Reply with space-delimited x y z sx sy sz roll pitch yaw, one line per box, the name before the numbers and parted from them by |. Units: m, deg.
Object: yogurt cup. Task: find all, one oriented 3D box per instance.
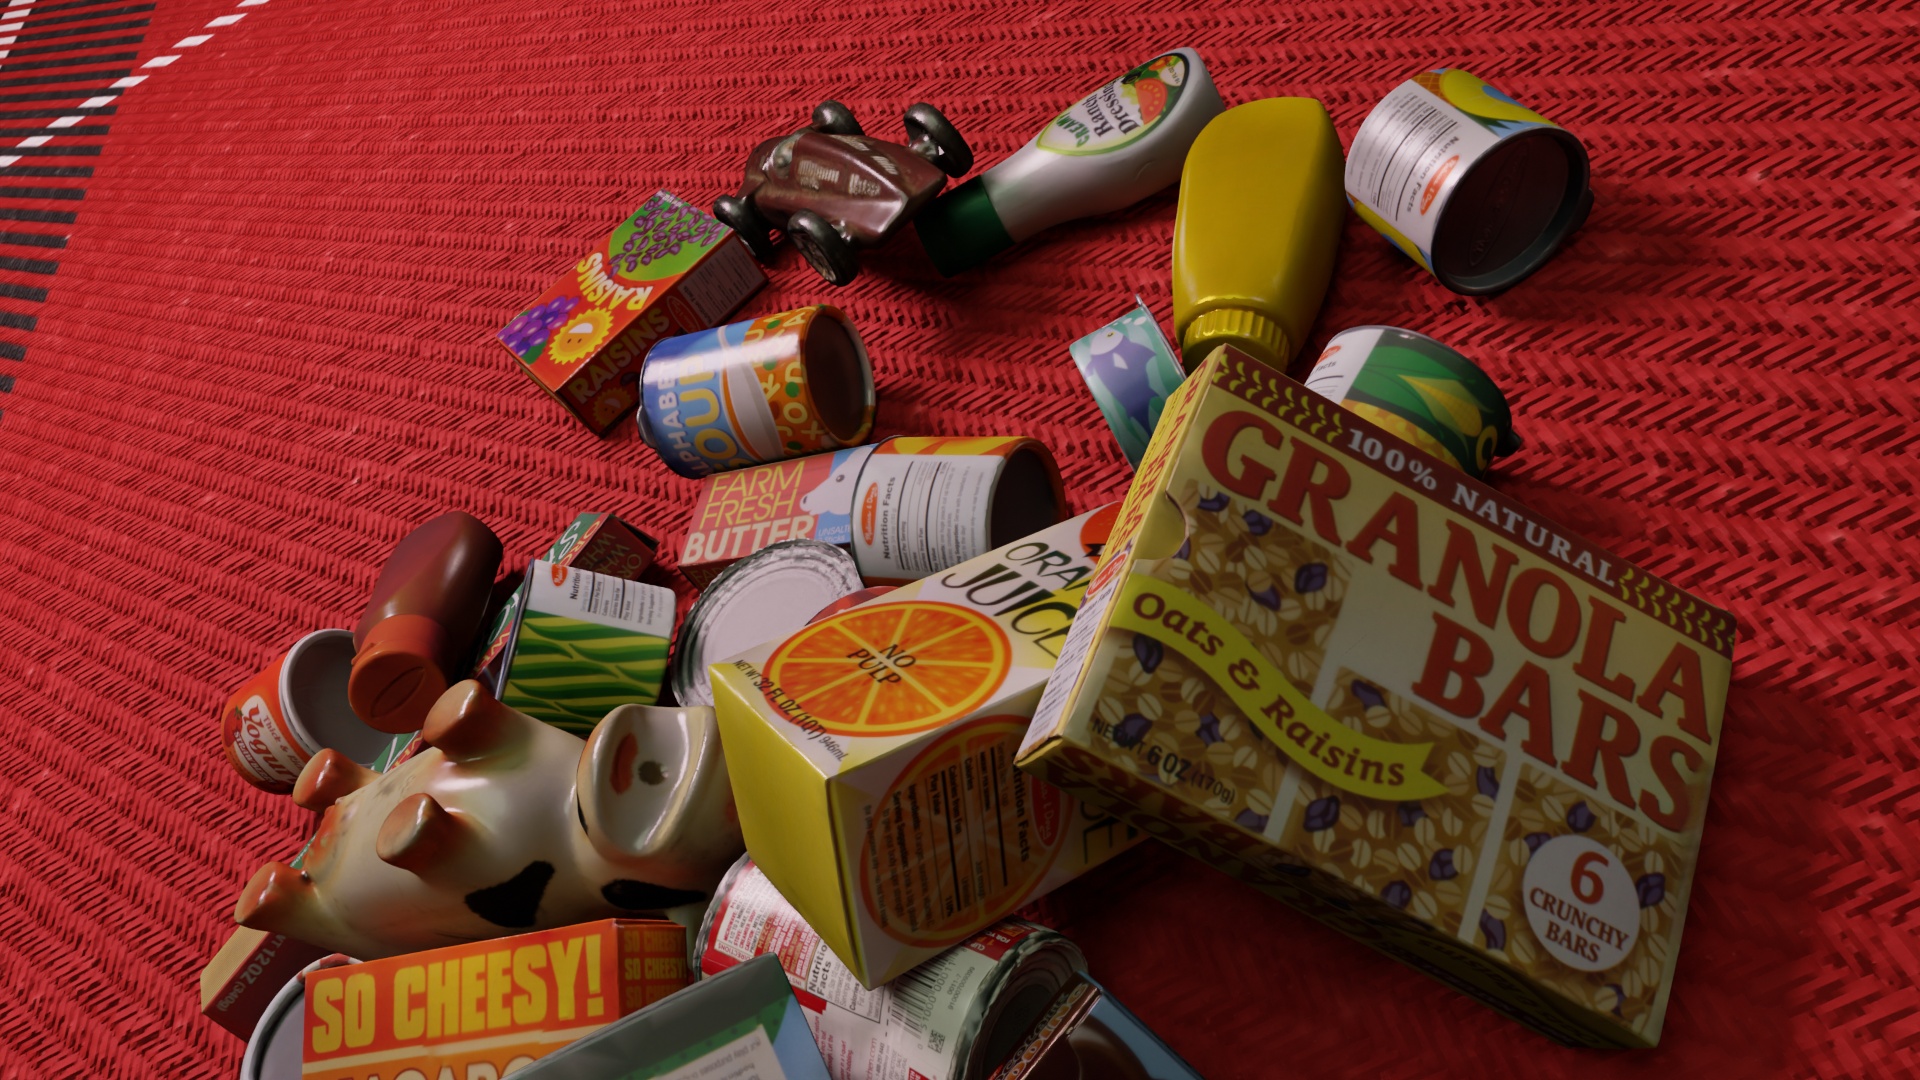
yogurt cup | -0.289 0.080 0.620 0.054 0.072 0.073 -24 46 22

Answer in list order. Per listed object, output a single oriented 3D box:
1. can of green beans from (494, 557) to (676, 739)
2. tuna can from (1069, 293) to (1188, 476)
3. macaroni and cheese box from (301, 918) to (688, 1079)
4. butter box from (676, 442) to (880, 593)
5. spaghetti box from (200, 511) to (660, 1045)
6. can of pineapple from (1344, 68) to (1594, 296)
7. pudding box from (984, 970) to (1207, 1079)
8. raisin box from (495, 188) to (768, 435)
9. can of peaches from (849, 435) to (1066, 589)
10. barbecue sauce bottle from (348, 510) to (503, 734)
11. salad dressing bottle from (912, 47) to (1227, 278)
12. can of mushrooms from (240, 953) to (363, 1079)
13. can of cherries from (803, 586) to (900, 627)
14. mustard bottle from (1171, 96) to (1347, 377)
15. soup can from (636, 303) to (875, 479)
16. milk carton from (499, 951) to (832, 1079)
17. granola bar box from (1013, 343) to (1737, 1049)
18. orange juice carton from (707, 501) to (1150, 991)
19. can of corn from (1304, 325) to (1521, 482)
can of green beans | -0.149 0.045 0.551 0.071 0.058 0.071 -164 89 -72
tuna can | 0.068 -0.054 0.516 0.033 0.071 0.071 -28 46 9
macaroni and cheese box | -0.138 0.206 0.411 0.123 0.040 0.167 -14 69 20
butter box | -0.067 -0.009 0.590 0.103 0.024 0.053 -9 51 24
spaghetti box | -0.220 0.090 0.585 0.251 0.028 0.050 -54 25 -17
can of pineapple | 0.187 -0.133 0.515 0.071 0.070 0.058 -33 45 3
pudding box | 0.047 0.156 0.353 0.050 0.083 0.030 -48 1 -11
raisin box | -0.174 -0.122 0.732 0.123 0.040 0.086 -45 47 -11
can of peaches | 0.002 -0.007 0.520 0.058 0.071 0.071 2 56 30
barbecue sauce bottle | -0.233 0.035 0.600 0.065 0.043 0.149 -43 23 3
salad dressing bottle | 0.049 -0.170 0.637 0.147 0.044 0.064 -26 46 13
can of mushrooms | -0.229 0.190 0.516 0.071 0.033 0.071 -16 48 19
can of cherries | -0.023 0.056 0.478 0.071 0.071 0.058 -42 45 -6
mustard bottle | 0.113 -0.105 0.546 0.065 0.048 0.161 -1 55 29
soup can | -0.090 -0.064 0.616 0.083 0.071 0.072 -8 51 24
milk carton | -0.041 0.206 0.327 0.074 0.072 0.191 -20 67 -23
granola bar box | 0.114 0.039 0.366 0.165 0.039 0.125 28 64 -3
orange juice carton | 0.030 0.046 0.420 0.193 0.072 0.072 -21 30 -28
can of corn | 0.139 -0.026 0.457 0.071 0.071 0.058 19 67 39
